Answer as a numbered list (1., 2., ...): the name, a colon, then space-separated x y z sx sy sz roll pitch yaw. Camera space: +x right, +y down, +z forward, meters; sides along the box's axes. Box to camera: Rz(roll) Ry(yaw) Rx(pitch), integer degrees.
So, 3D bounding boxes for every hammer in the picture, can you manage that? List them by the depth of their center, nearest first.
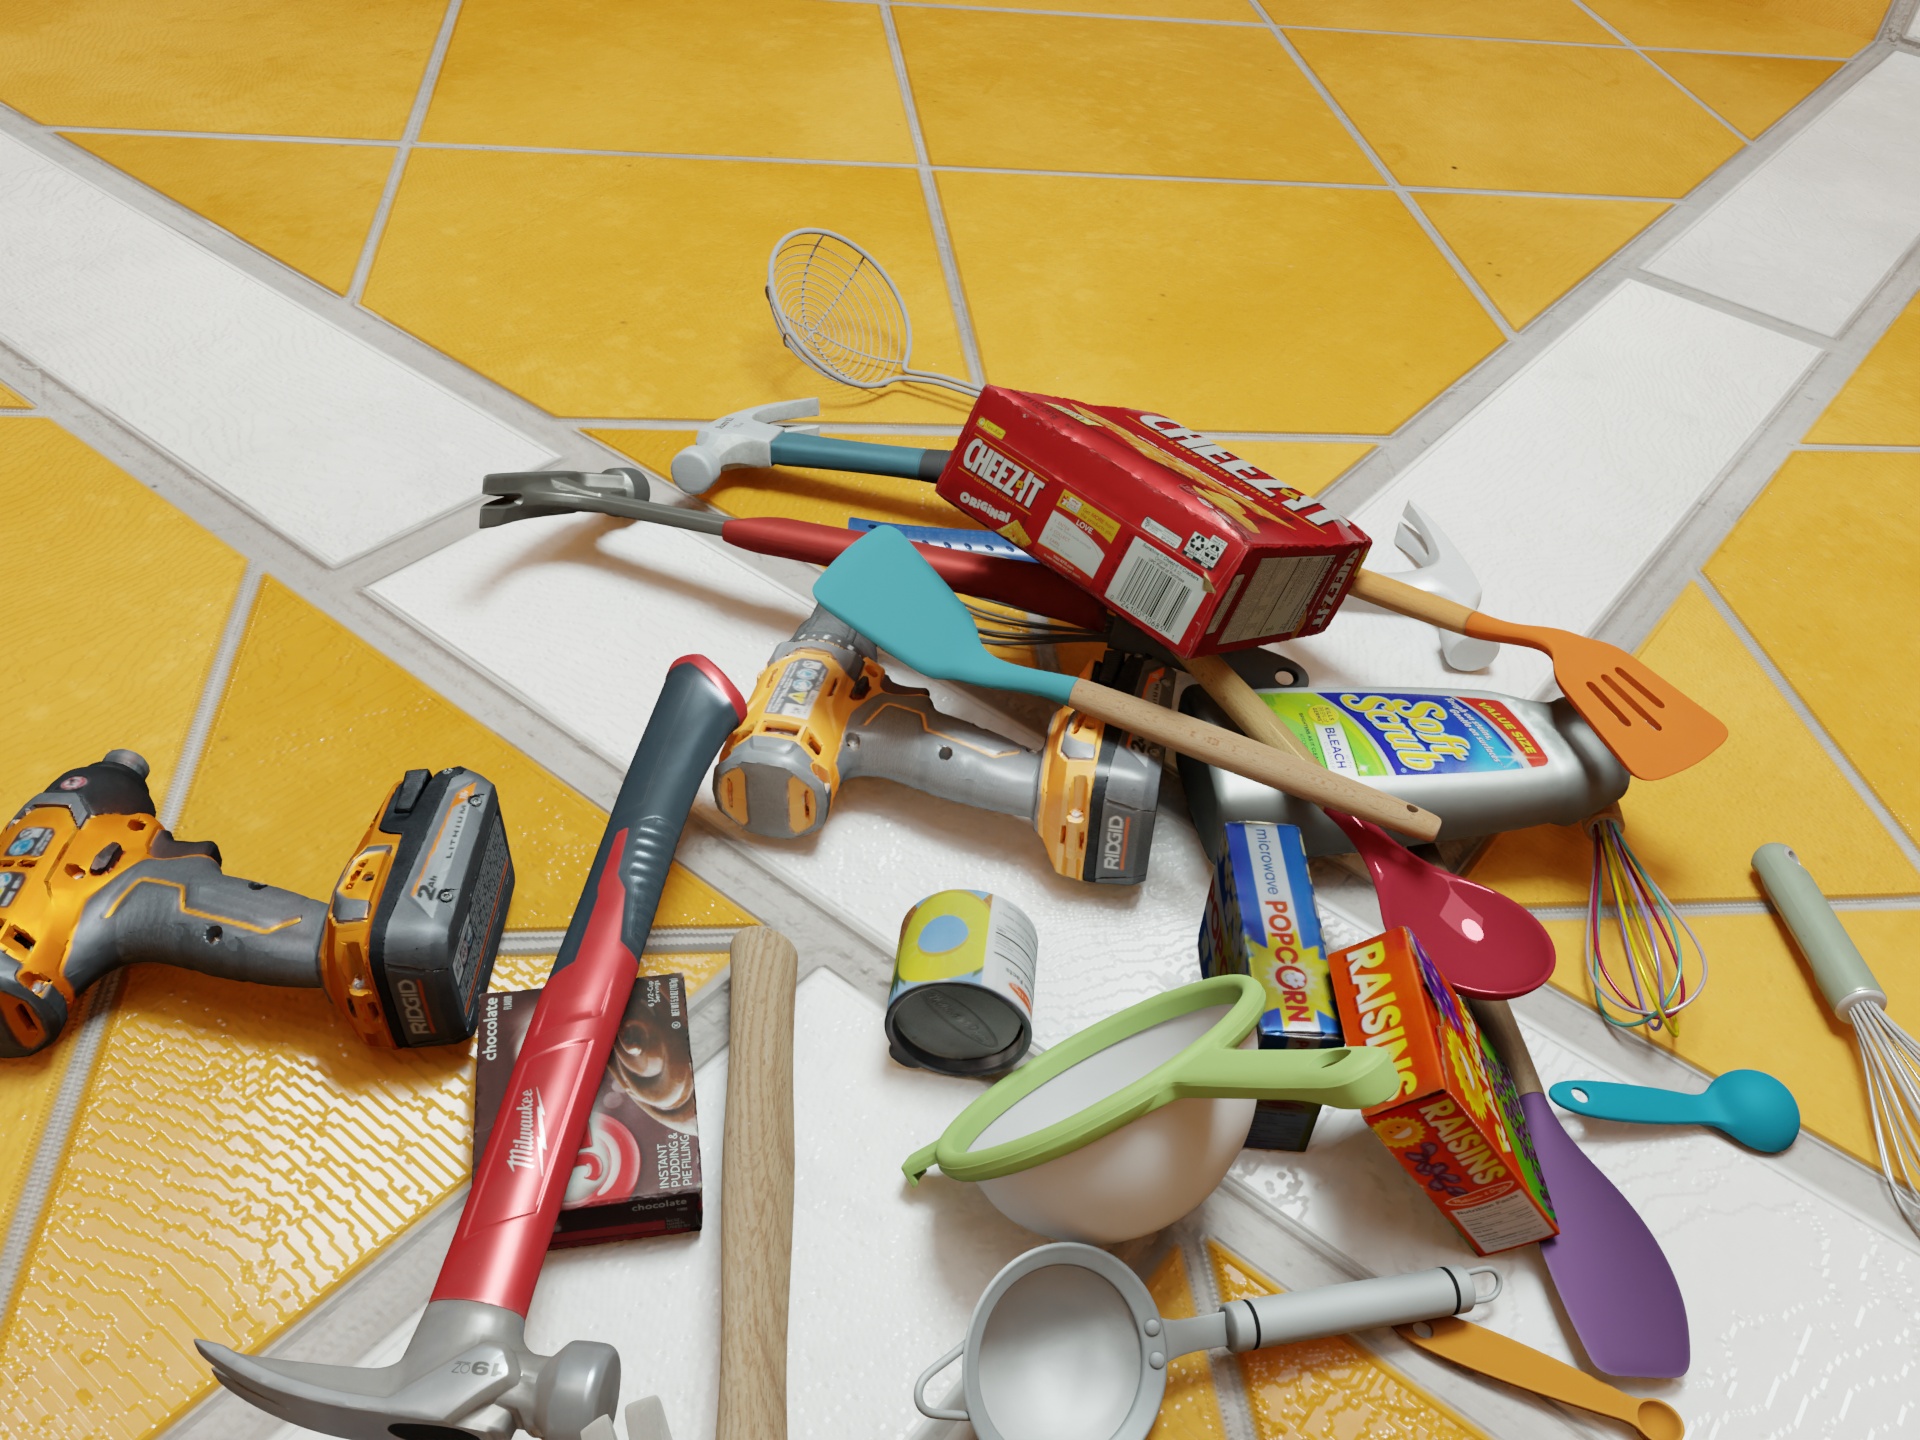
1. hammer: -0.080 0.198 0.613 0.031 0.130 0.332 -31 32 15
2. hammer: -0.171 0.108 0.675 0.143 0.038 0.387 6 44 3
3. hammer: -0.089 -0.101 0.912 0.359 0.036 0.149 13 15 18
4. hammer: 0.130 -0.101 1.018 0.405 0.035 0.144 4 41 -4
5. hammer: -0.011 -0.164 1.035 0.331 0.033 0.128 9 30 11

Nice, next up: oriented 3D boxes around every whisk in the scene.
1. whisk: 0.444 0.147 0.778 0.057 0.059 0.247 36 30 -24
2. whisk: 0.349 0.075 0.852 0.047 0.051 0.245 26 36 -10
3. whisk: 0.092 -0.051 0.952 0.239 0.055 0.055 15 41 2

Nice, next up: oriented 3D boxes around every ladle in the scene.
1. ladle: 0.168 0.023 0.788 0.069 0.031 0.316 -20 52 -25

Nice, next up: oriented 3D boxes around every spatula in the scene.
1. spatula: 0.263 0.159 0.753 0.059 0.018 0.316 6 40 -13
2. spatula: 0.080 -0.012 0.772 0.317 0.044 0.082 22 39 16
3. spatula: 0.266 -0.053 0.896 0.081 0.041 0.323 -21 34 -32

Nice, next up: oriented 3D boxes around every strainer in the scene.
1. strainer: 0.090 0.157 0.603 0.151 0.256 0.069 -28 90 -26
2. strainer: 0.100 0.239 0.620 0.258 0.050 0.087 -2 79 -17

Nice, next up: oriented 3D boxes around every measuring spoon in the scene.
1. measuring spoon: 0.229 0.264 0.639 0.117 0.011 0.021 17 39 17
2. measuring spoon: 0.332 0.173 0.732 0.128 0.021 0.042 7 40 -13

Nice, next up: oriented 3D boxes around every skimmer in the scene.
1. skimmer: 0.030 -0.254 1.134 0.363 0.090 0.127 21 47 14

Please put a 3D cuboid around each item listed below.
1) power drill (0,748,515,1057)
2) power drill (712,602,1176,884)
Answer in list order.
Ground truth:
1. power drill: -0.327 0.073 0.724 0.226 0.084 0.164 0 41 -2
2. power drill: -0.001 -0.003 0.859 0.226 0.084 0.185 8 39 8
